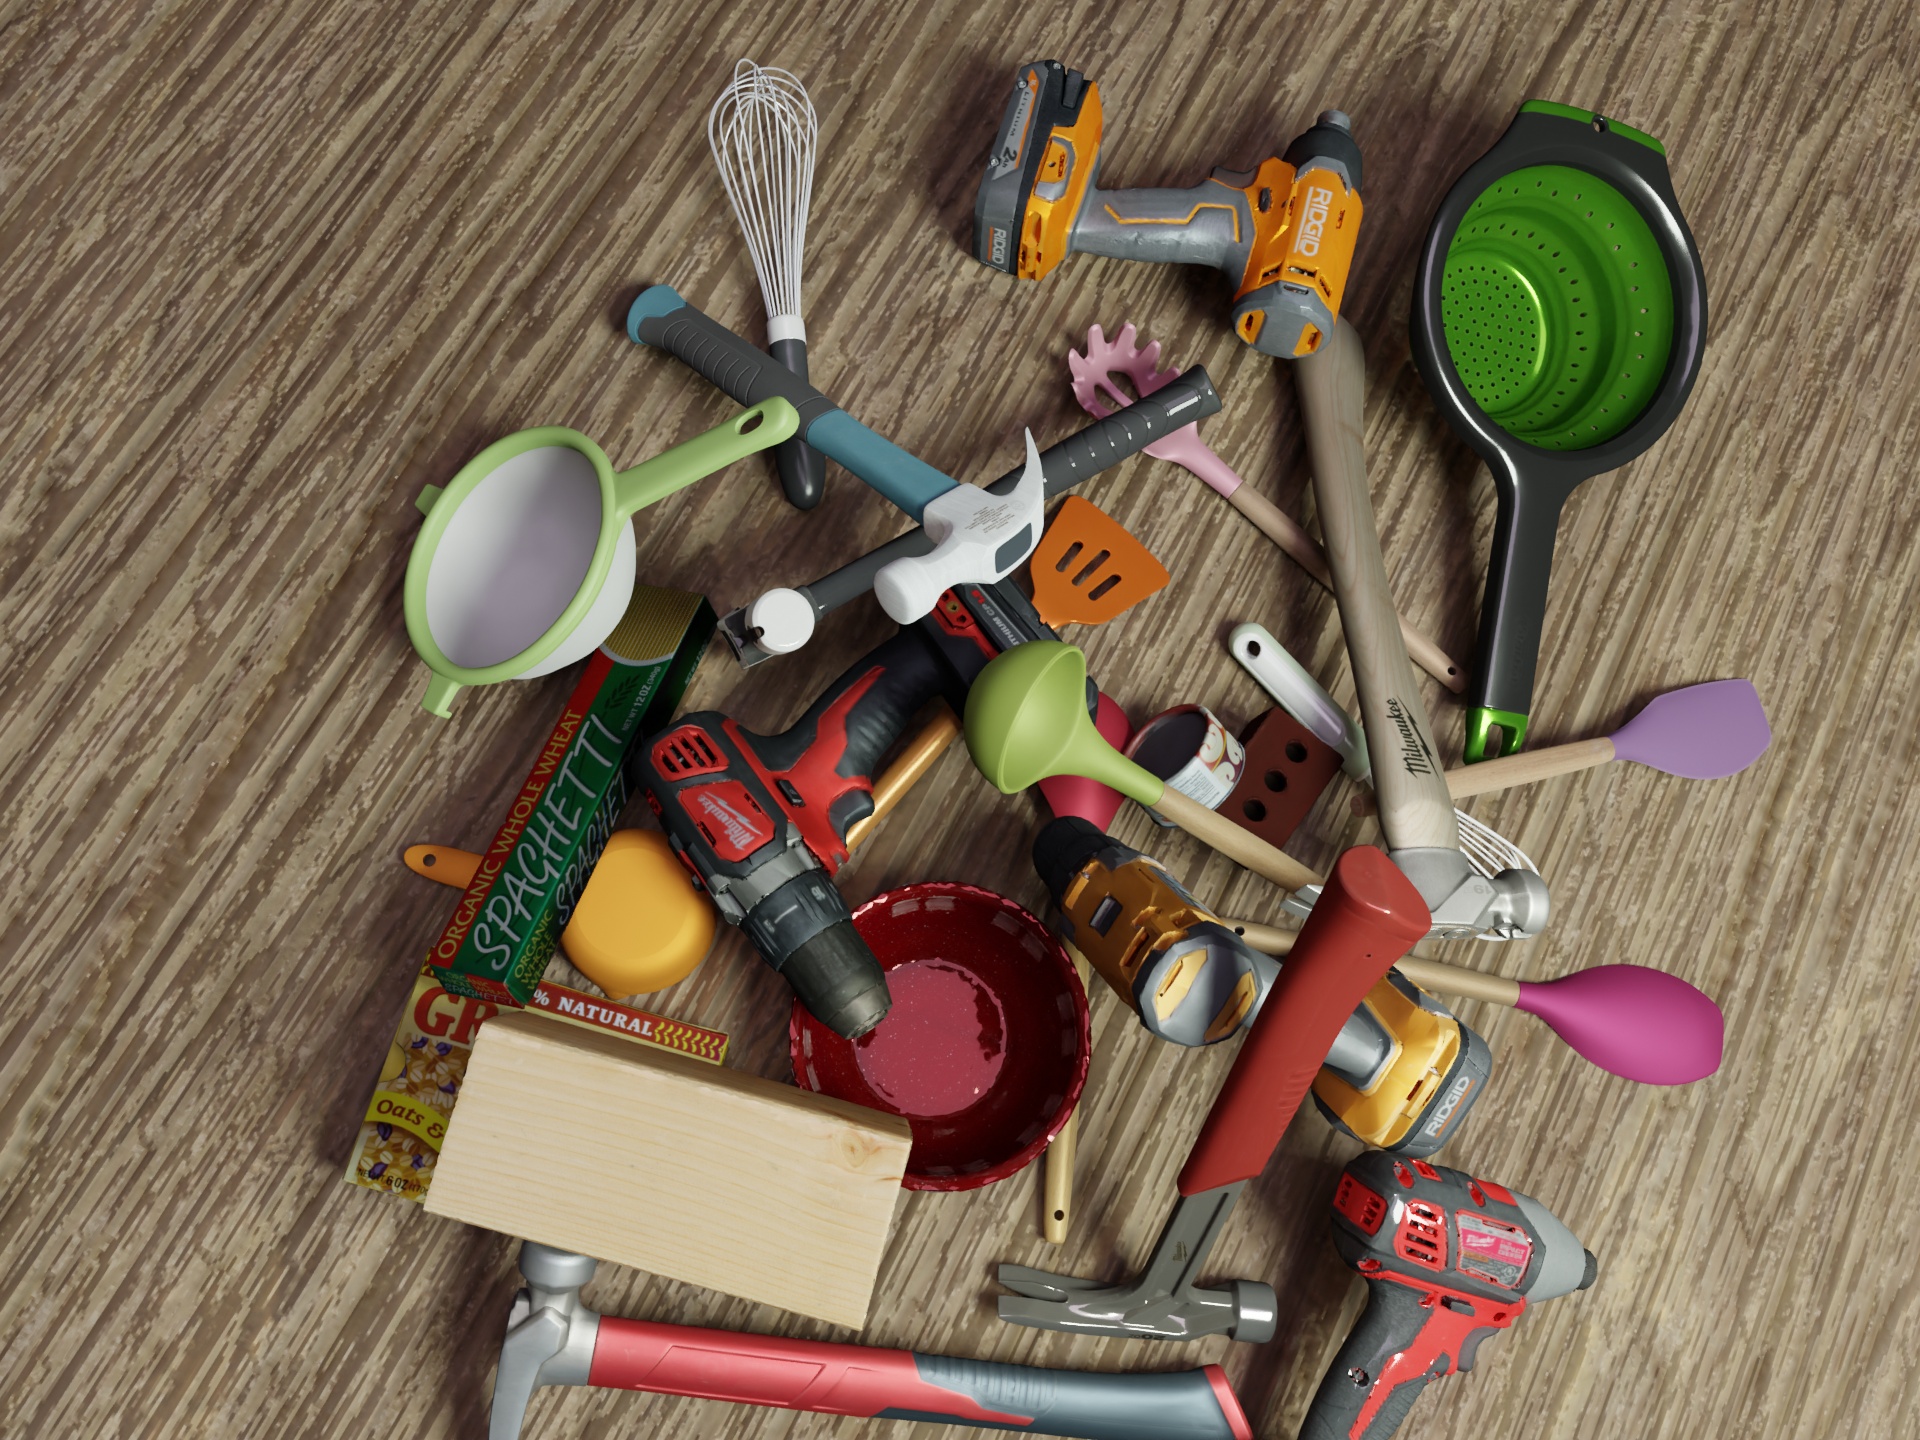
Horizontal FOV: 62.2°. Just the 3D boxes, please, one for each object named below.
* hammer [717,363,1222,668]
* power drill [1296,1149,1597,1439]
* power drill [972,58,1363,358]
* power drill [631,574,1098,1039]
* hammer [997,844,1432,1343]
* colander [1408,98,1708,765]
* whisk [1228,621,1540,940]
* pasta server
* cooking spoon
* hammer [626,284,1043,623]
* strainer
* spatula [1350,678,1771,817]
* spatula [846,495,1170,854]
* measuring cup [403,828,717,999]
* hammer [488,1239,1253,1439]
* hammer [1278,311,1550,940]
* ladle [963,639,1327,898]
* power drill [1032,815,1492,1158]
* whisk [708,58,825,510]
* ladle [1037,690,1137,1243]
[{"bbox_3d":[0.012,-0.119,0.898,0.335,0.146,0.035,-31,97,-18],"label":"hammer"},{"bbox_3d":[0.234,0.338,0.807,0.143,0.078,0.219,19,89,-15],"label":"power drill"},{"bbox_3d":[0.135,-0.328,0.982,0.226,0.084,0.164,16,73,4],"label":"power drill"},{"bbox_3d":[-0.035,0.038,0.836,0.226,0.080,0.188,-33,75,-15],"label":"power drill"},{"bbox_3d":[0.122,0.190,0.741,0.149,0.358,0.037,8,42,-6],"label":"hammer"},{"bbox_3d":[0.335,-0.167,0.984,0.204,0.094,0.397,10,89,-18],"label":"colander"},{"bbox_3d":[0.247,0.034,0.939,0.246,0.059,0.057,47,113,9],"label":"whisk"},{"bbox_3d":[0.191,-0.125,0.974,0.316,0.040,0.060,41,84,2],"label":"pasta server"},{"bbox_3d":[0.299,0.155,0.928,0.319,0.017,0.069,13,74,-5],"label":"cooking spoon"},{"bbox_3d":[-0.082,-0.164,0.862,0.128,0.033,0.331,-32,51,-26],"label":"hammer"},{"bbox_3d":[-0.184,-0.101,0.859,0.256,0.069,0.152,-23,61,20],"label":"strainer"},{"bbox_3d":[0.366,0.024,0.947,0.316,0.018,0.060,-10,78,-22],"label":"spatula"},{"bbox_3d":[-0.001,-0.003,0.925,0.081,0.041,0.322,41,78,4],"label":"spatula"},{"bbox_3d":[-0.216,0.091,0.853,0.173,0.052,0.095,15,74,-6],"label":"measuring cup"},{"bbox_3d":[-0.040,0.353,0.812,0.386,0.038,0.143,11,96,-10],"label":"hammer"},{"bbox_3d":[0.225,-0.073,0.918,0.146,0.038,0.411,5,62,-17],"label":"hammer"},{"bbox_3d":[0.126,0.052,0.827,0.319,0.062,0.078,30,86,-30],"label":"ladle"},{"bbox_3d":[0.146,0.130,0.838,0.226,0.185,0.084,28,98,-26],"label":"power drill"},{"bbox_3d":[-0.108,-0.264,0.961,0.070,0.070,0.285,-6,82,-10],"label":"whisk"},{"bbox_3d":[0.063,0.130,0.898,0.069,0.031,0.315,7,77,-10],"label":"ladle"}]
